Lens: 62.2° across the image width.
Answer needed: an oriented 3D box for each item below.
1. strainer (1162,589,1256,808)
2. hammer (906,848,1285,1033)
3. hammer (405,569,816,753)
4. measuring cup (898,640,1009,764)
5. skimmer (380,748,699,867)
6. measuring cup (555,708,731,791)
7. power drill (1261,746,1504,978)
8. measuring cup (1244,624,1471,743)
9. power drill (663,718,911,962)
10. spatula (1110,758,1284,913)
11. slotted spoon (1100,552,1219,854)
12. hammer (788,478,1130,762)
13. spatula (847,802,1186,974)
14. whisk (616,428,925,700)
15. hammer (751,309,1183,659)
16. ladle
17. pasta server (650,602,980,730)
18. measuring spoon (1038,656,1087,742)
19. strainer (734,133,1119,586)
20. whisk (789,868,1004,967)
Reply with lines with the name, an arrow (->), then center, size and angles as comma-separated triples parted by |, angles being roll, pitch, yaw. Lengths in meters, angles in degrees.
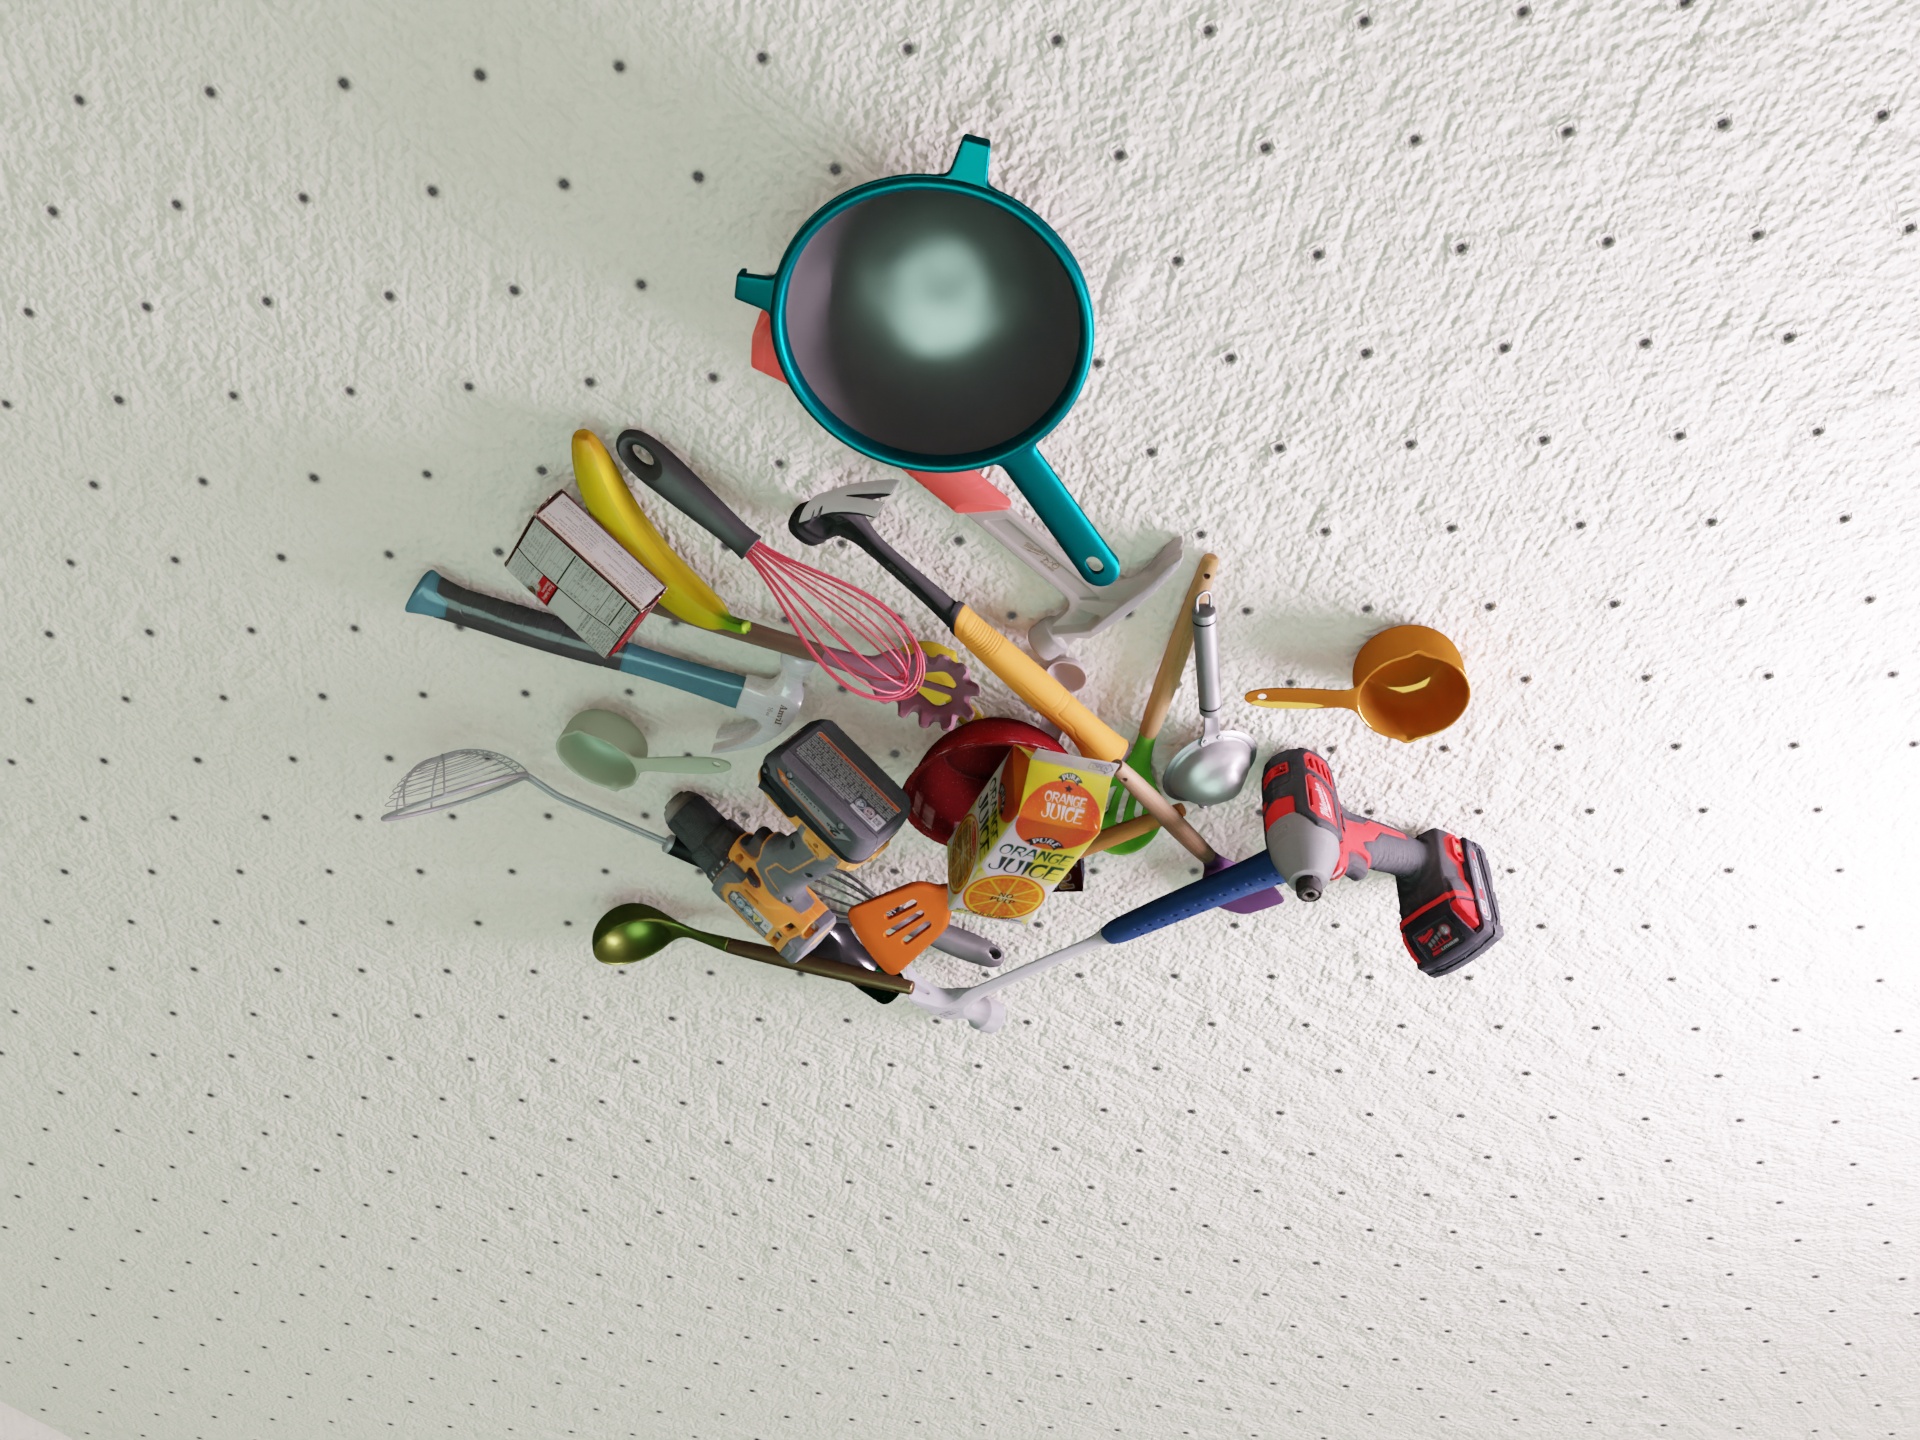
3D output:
strainer -> 0.204, -0.003, 1.298 | 0.087, 0.050, 0.258 | -18, 132, -7
hammer -> 0.124, 0.199, 1.452 | 0.405, 0.035, 0.144 | -29, 142, 32
hammer -> -0.292, -0.059, 1.320 | 0.331, 0.033, 0.128 | 18, 129, -9
measuring cup -> -0.002, -0.004, 1.338 | 0.062, 0.029, 0.156 | -25, 125, 25
skimmer -> -0.331, 0.116, 1.439 | 0.363, 0.090, 0.127 | 25, 162, -18
measuring cup -> -0.266, 0.024, 1.365 | 0.167, 0.038, 0.083 | 2, 140, 20
power drill -> 0.348, 0.124, 1.340 | 0.219, 0.143, 0.078 | 28, 130, -21
measuring cup -> 0.314, -0.033, 1.266 | 0.173, 0.052, 0.095 | 0, 131, 9
power drill -> -0.159, 0.092, 1.370 | 0.185, 0.084, 0.226 | 44, 136, 6
spatula -> 0.200, 0.107, 1.370 | 0.060, 0.018, 0.315 | -21, 143, 22
slotted spoon -> 0.165, -0.008, 1.320 | 0.070, 0.031, 0.313 | 11, 129, -4
hammer -> 0.020, -0.066, 1.241 | 0.336, 0.034, 0.127 | 40, 157, -26
spatula -> 0.052, 0.139, 1.408 | 0.322, 0.041, 0.081 | -24, 110, 23
whisk -> -0.145, -0.118, 1.208 | 0.295, 0.073, 0.073 | 41, 125, -7
hammer -> -0.003, -0.186, 1.176 | 0.358, 0.037, 0.149 | 37, 125, -24
ladle -> -0.199, 0.229, 1.502 | 0.320, 0.062, 0.078 | 10, 151, 15
pasta server -> -0.136, -0.060, 1.275 | 0.316, 0.040, 0.060 | 17, 97, 3
measuring spoon -> 0.081, -0.012, 1.337 | 0.034, 0.018, 0.124 | 15, 138, 2
strainer -> 0.019, -0.236, 1.091 | 0.211, 0.095, 0.340 | -23, 126, 25
whisk -> -0.062, 0.189, 1.505 | 0.238, 0.055, 0.055 | 24, 129, -19
